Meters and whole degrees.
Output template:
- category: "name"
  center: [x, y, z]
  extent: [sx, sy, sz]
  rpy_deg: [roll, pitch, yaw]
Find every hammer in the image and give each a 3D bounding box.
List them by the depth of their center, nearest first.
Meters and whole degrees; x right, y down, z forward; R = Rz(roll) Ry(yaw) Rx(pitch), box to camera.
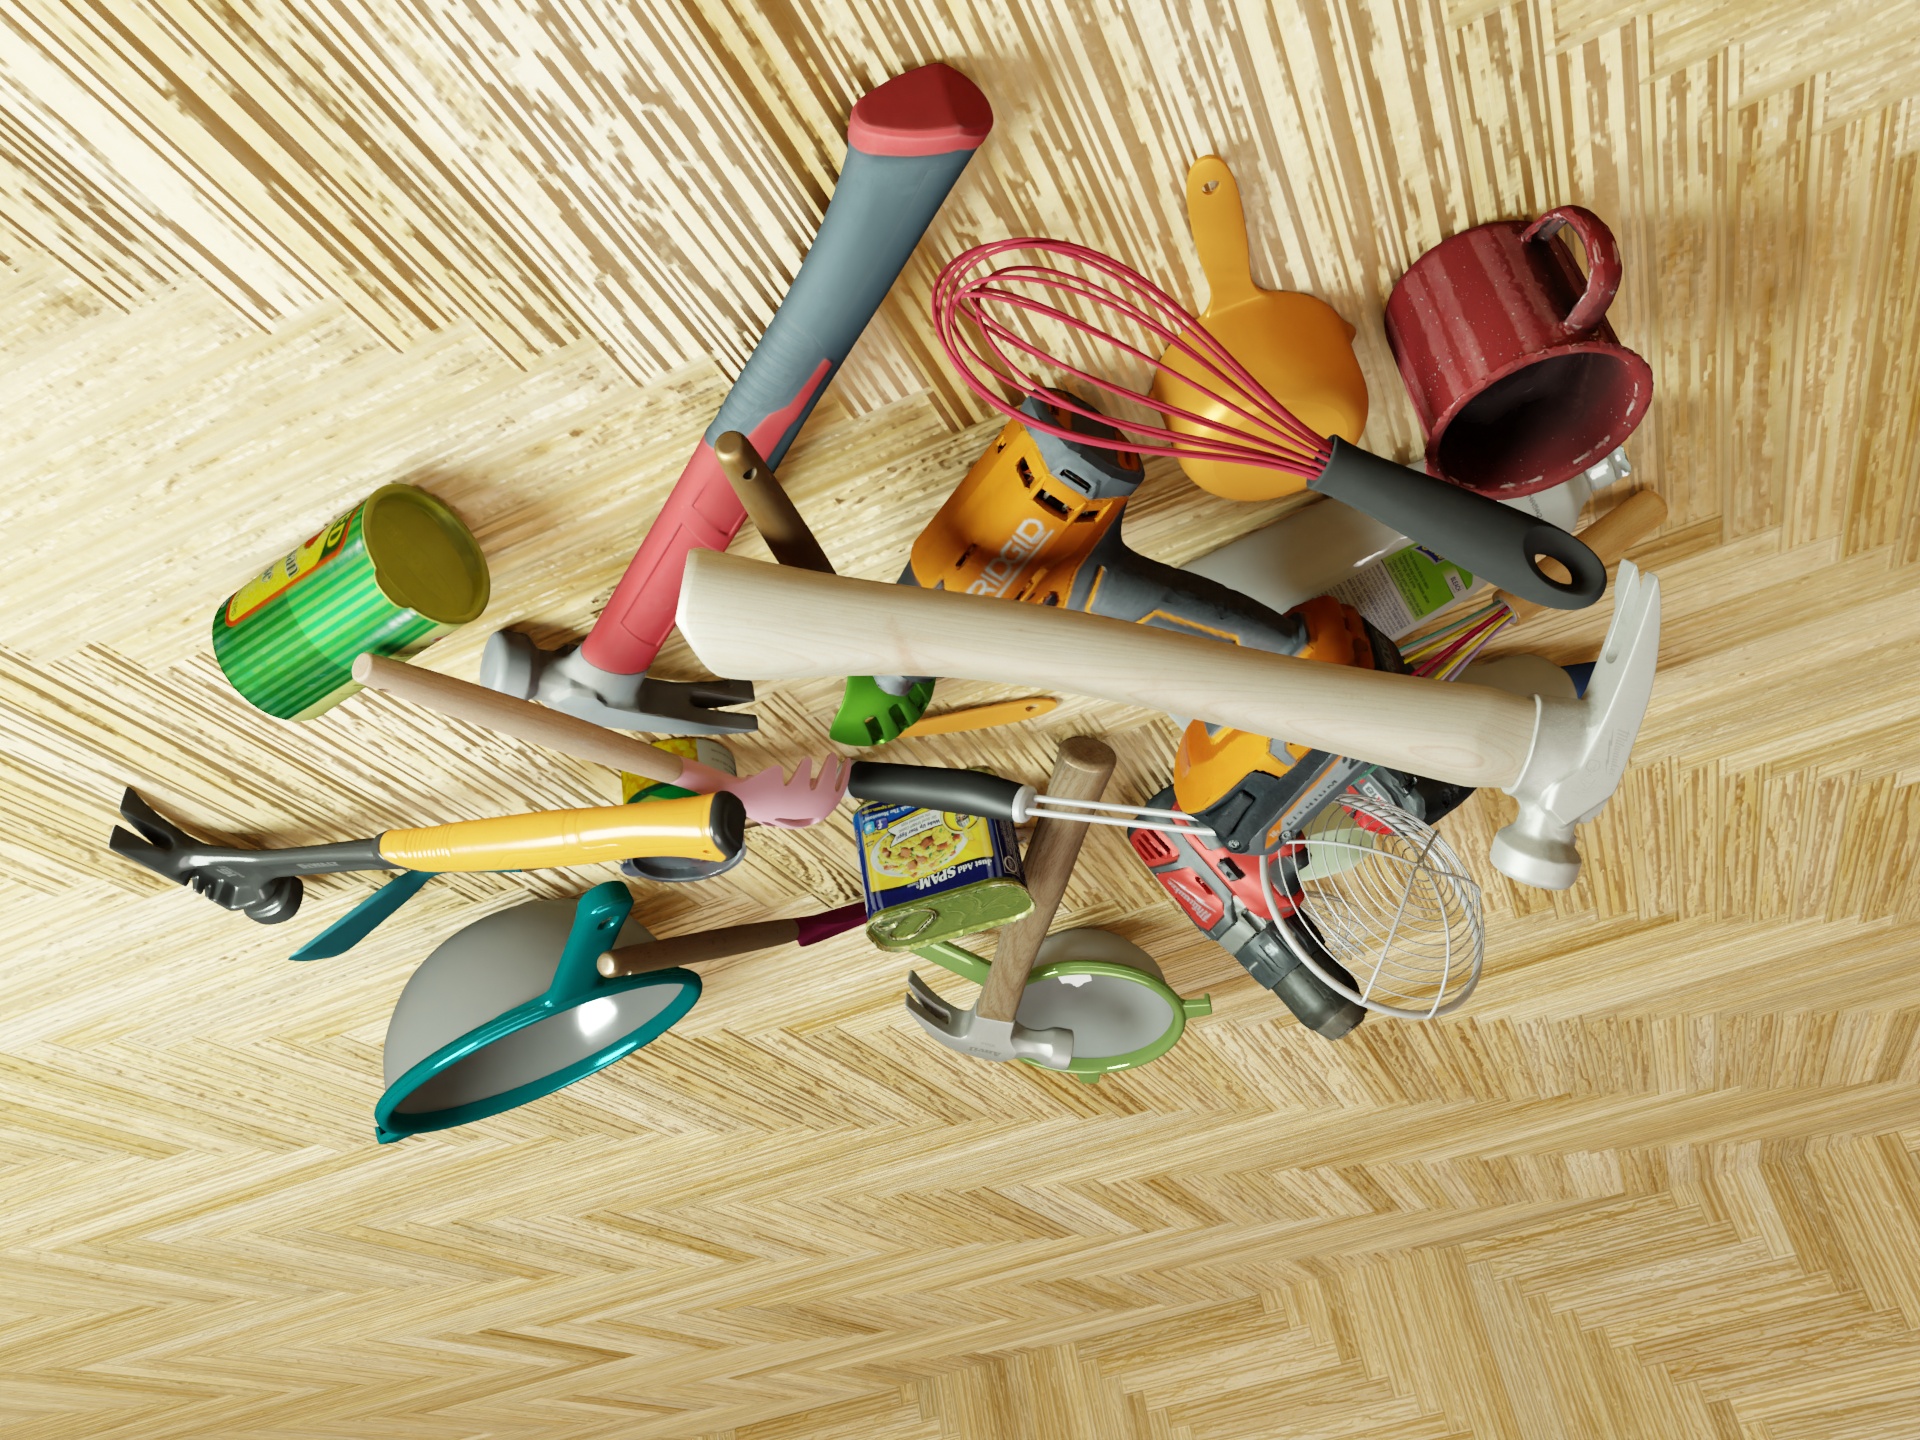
- category: "hammer"
  center: [0.090, -0.029, 0.667]
  extent: [0.410, 0.038, 0.146]
  rpy_deg: [10, 108, -9]
- category: "hammer"
  center: [-0.081, -0.108, 0.679]
  extent: [0.143, 0.038, 0.386]
  rpy_deg: [8, 144, -31]
- category: "hammer"
  center: [-0.271, 0.063, 0.829]
  extent: [0.337, 0.034, 0.127]
  rpy_deg: [-6, 151, 18]
- category: "hammer"
  center: [0.044, 0.130, 1.063]
  extent: [0.130, 0.031, 0.331]
  rpy_deg: [10, 135, -4]

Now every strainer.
- category: "strainer"
  center: [-0.255, 0.143, 0.958]
  extent: [0.211, 0.095, 0.340]
  rpy_deg: [-17, 158, -31]
- category: "strainer"
  center: [0.051, 0.181, 1.188]
  extent: [0.256, 0.069, 0.151]
  rpy_deg: [28, 133, -23]

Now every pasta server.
- category: "pasta server"
  center: [-0.160, 0.010, 0.781]
  extent: [0.060, 0.040, 0.316]
  rpy_deg: [-15, 158, 30]

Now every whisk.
- category: "whisk"
  center: [0.125, -0.109, 0.626]
  extent: [0.295, 0.073, 0.073]
  rpy_deg: [23, 141, -8]
- category: "whisk"
  center: [0.268, -0.043, 0.824]
  extent: [0.245, 0.051, 0.047]
  rpy_deg: [-35, 174, -4]
- category: "whisk"
  center: [0.239, 0.129, 1.171]
  extent: [0.058, 0.059, 0.246]
  rpy_deg: [-54, 137, -1]

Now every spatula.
- category: "spatula"
  center: [-0.234, 0.089, 0.947]
  extent: [0.317, 0.044, 0.082]
  rpy_deg: [-12, 173, -3]

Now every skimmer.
- category: "skimmer"
  center: [0.094, 0.076, 0.858]
  extent: [0.363, 0.127, 0.090]
  rpy_deg: [6, 127, 30]

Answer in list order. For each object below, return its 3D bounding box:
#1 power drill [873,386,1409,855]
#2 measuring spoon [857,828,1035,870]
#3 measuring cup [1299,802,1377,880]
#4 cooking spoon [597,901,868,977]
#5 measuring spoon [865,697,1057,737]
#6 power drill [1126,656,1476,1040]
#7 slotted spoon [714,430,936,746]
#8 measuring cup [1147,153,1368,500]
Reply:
- category: "power drill"
  center: [0.077, -0.031, 0.740]
  extent: [0.226, 0.084, 0.164]
  rpy_deg: [31, 120, -18]
- category: "measuring spoon"
  center: [-0.006, 0.090, 1.046]
  extent: [0.124, 0.018, 0.034]
  rpy_deg: [-9, 149, -4]
- category: "measuring cup"
  center: [0.273, 0.055, 1.065]
  extent: [0.167, 0.038, 0.083]
  rpy_deg: [-35, 142, 31]
- category: "cooking spoon"
  center: [-0.119, 0.131, 0.978]
  extent: [0.069, 0.017, 0.318]
  rpy_deg: [-28, 168, 22]
- category: "measuring spoon"
  center: [-0.001, -0.003, 0.908]
  extent: [0.117, 0.011, 0.021]
  rpy_deg: [-9, 150, -10]
- category: "power drill"
  center: [0.212, 0.075, 0.943]
  extent: [0.080, 0.188, 0.226]
  rpy_deg: [-28, 160, -39]
- category: "slotted spoon"
  center: [-0.059, -0.049, 0.734]
  extent: [0.070, 0.031, 0.313]
  rpy_deg: [-37, 158, -4]
- category: "measuring cup"
  center: [0.120, -0.154, 0.655]
  extent: [0.095, 0.052, 0.173]
  rpy_deg: [-17, 150, 10]
